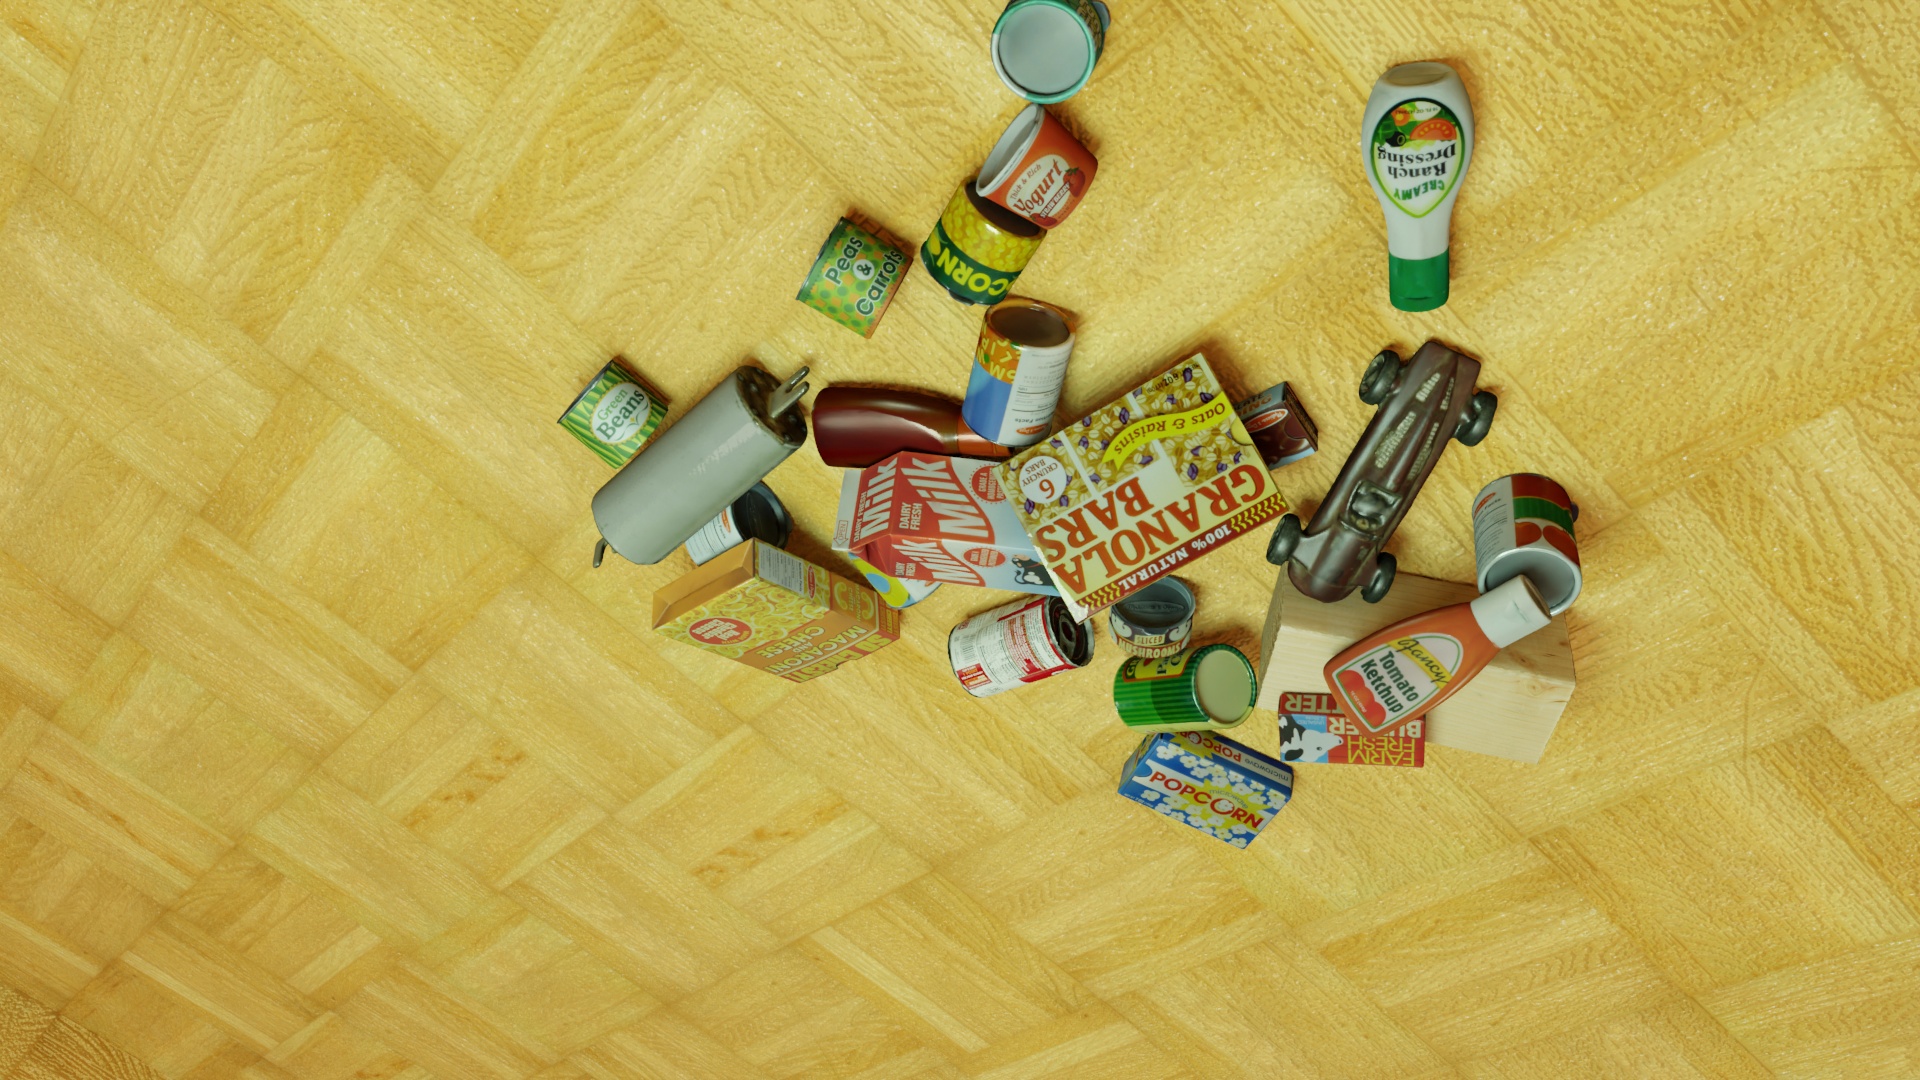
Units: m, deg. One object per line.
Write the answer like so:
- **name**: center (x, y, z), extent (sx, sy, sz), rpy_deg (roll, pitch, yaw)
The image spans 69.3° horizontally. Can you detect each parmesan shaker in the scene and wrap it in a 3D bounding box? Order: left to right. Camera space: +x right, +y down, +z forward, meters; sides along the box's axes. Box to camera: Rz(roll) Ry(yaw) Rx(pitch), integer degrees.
- **parmesan shaker**: center (0.179, 0.117, 1.100), extent (0.071, 0.071, 0.103), rpy_deg (41, 153, -17)

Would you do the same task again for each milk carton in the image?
- **milk carton**: center (0.004, -0.013, 1.034), extent (0.191, 0.072, 0.073), rpy_deg (7, 152, -1)

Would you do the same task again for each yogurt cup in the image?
- **yogurt cup**: center (0.050, -0.234, 0.881), extent (0.054, 0.073, 0.072), rpy_deg (31, 130, -20)

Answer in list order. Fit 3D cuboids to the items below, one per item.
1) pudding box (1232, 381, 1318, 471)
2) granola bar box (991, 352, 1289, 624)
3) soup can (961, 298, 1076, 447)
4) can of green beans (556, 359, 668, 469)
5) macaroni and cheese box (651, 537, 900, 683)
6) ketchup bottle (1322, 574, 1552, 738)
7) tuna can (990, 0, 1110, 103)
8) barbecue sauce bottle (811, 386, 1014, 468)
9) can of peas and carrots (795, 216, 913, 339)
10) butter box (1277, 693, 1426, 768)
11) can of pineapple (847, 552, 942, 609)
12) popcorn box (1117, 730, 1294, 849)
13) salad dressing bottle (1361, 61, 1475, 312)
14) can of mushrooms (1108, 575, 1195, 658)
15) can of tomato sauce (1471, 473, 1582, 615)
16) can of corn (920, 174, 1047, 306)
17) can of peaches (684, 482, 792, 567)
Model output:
- **pudding box**: center (0.206, -0.072, 0.986), extent (0.083, 0.030, 0.049), rpy_deg (-25, 116, 31)
- **granola bar box**: center (0.123, -0.036, 0.955), extent (0.165, 0.039, 0.124), rpy_deg (-29, 90, 9)
- **soup can**: center (0.039, -0.120, 0.976), extent (0.071, 0.072, 0.083), rpy_deg (17, 130, 3)
- **can of green beans**: center (-0.271, -0.098, 1.084), extent (0.058, 0.071, 0.071), rpy_deg (41, 128, -18)
- **macaroni and cheese box**: center (-0.151, 0.063, 1.149), extent (0.123, 0.040, 0.166), rpy_deg (-26, 144, 32)
- **ketchup bottle**: center (0.324, 0.075, 0.941), extent (0.148, 0.044, 0.065), rpy_deg (-36, 82, 28)
- **tuna can**: center (0.055, -0.303, 0.844), extent (0.071, 0.033, 0.070), rpy_deg (9, 130, 11)
- **barbecue sauce bottle**: center (-0.034, -0.083, 1.041), extent (0.148, 0.044, 0.064), rpy_deg (3, 134, 14)
- **can of peas and carrots**: center (-0.072, -0.181, 0.956), extent (0.059, 0.071, 0.070), rpy_deg (29, 130, -8)
- **butter box**: center (0.286, 0.139, 1.016), extent (0.103, 0.024, 0.053), rpy_deg (0, 129, 17)
- **can of pineapple**: center (-0.049, 0.012, 1.107), extent (0.071, 0.071, 0.057), rpy_deg (-23, 118, 30)
- **popcorn box**: center (0.212, 0.209, 1.205), extent (0.127, 0.038, 0.084), rpy_deg (25, 132, -4)
- **salad dressing bottle**: center (0.278, -0.211, 0.843), extent (0.064, 0.044, 0.147), rpy_deg (-1, 128, 19)
- **can of mushrooms**: center (0.148, 0.060, 1.082), extent (0.071, 0.071, 0.033), rpy_deg (8, 131, 10)
- **can of tomato sauce**: center (0.391, 0.005, 0.957), extent (0.071, 0.083, 0.070), rpy_deg (9, 130, 11)
- **can of corn**: center (0.016, -0.197, 0.916), extent (0.071, 0.071, 0.058), rpy_deg (30, 129, -8)
- **can of peaches**: center (-0.181, -0.008, 1.132), extent (0.058, 0.071, 0.071), rpy_deg (-23, 118, 31)
